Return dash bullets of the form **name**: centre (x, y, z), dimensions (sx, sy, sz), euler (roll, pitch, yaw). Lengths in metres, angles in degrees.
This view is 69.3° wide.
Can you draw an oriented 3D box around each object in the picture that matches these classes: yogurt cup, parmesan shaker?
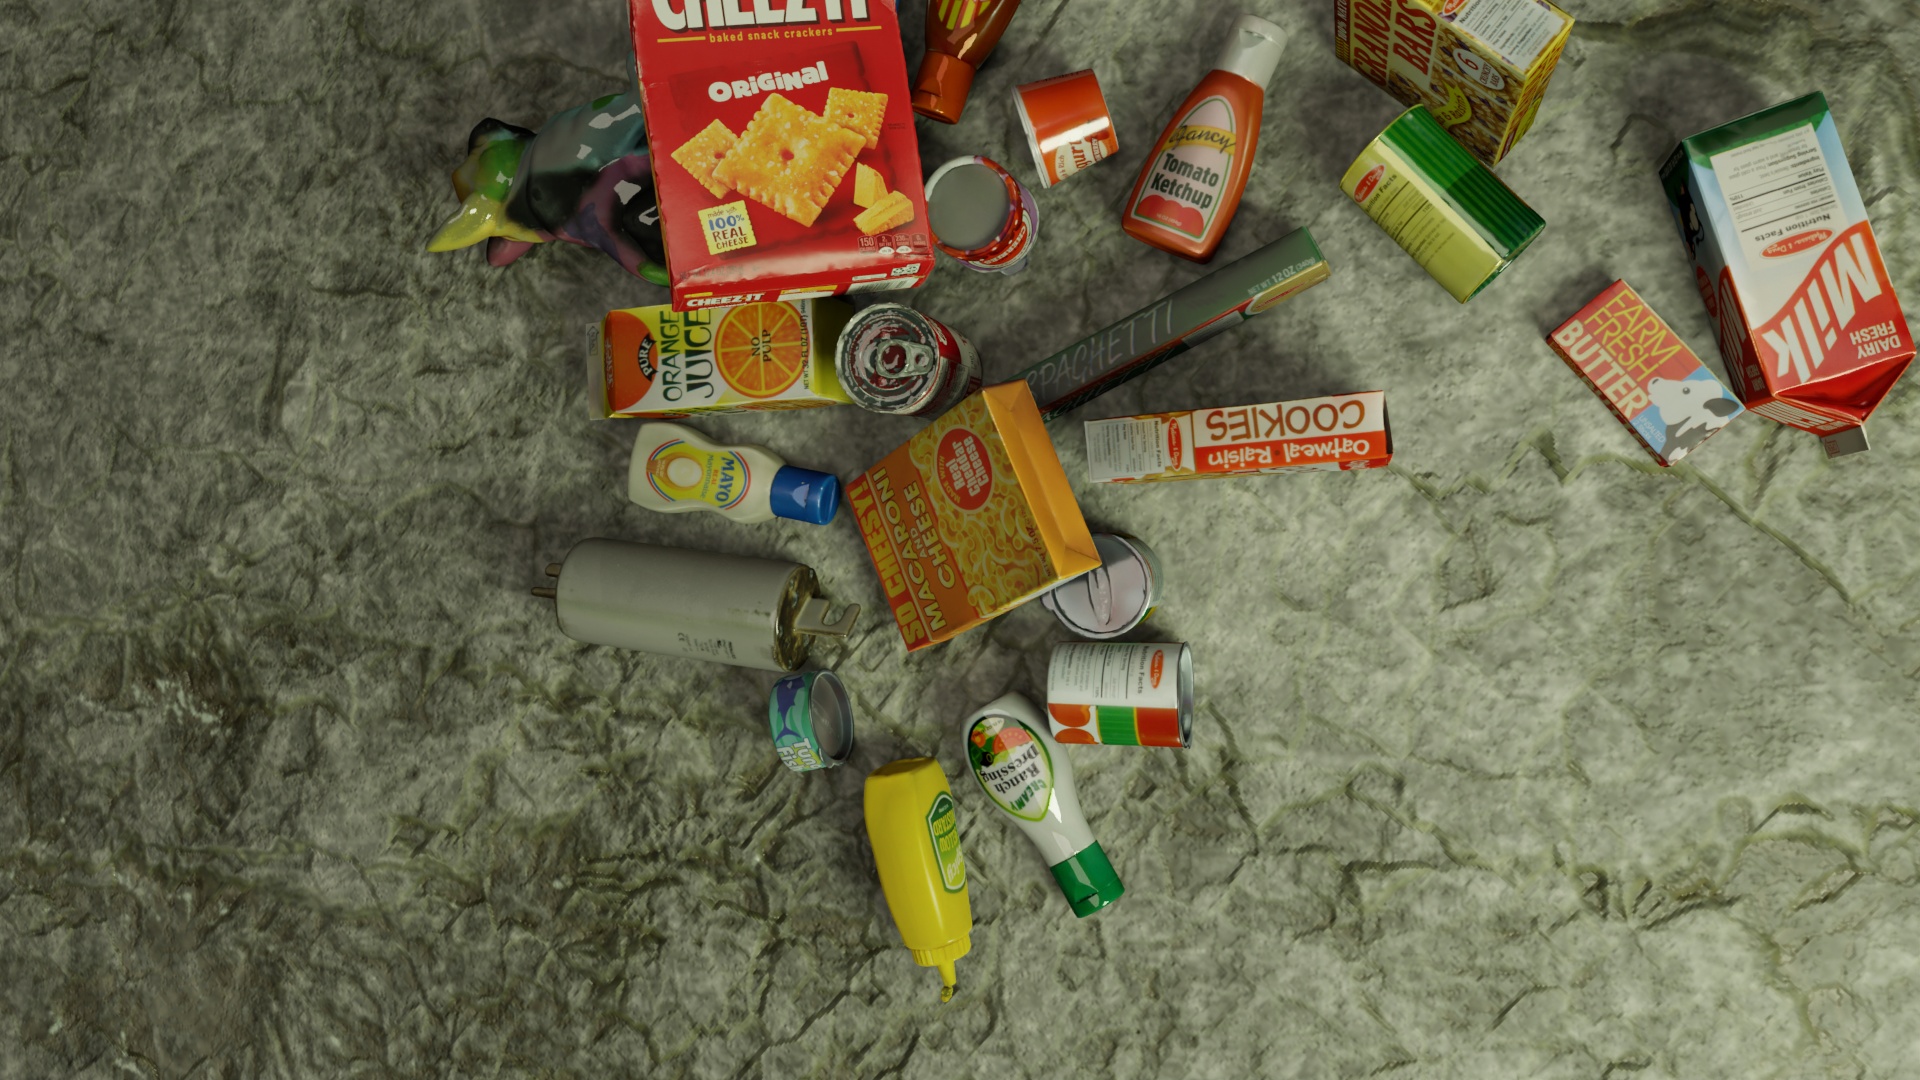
- **yogurt cup**: centre (0.068, -0.267, 0.891), dimensions (0.054, 0.072, 0.072), euler (-19, 85, 8)
- **parmesan shaker**: centre (0.285, -0.198, 0.825), dimensions (0.071, 0.071, 0.103), euler (-44, 79, 12)

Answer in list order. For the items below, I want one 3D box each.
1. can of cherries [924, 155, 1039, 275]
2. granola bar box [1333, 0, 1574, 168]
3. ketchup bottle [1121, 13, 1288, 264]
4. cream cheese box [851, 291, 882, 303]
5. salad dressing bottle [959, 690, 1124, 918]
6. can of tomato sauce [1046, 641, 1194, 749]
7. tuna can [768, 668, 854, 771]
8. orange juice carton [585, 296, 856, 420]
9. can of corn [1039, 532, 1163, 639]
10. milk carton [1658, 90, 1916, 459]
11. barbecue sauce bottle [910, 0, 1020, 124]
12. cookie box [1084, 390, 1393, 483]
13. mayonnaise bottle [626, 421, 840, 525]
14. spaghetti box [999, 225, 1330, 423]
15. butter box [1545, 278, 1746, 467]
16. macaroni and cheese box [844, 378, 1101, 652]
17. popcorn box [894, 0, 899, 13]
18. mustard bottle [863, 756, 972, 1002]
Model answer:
- **can of cherries**: centre (0.015, -0.211, 0.908), dimensions (0.071, 0.058, 0.071), euler (0, 90, 17)
- **granola bar box**: centre (0.269, -0.281, 0.776), dimensions (0.124, 0.165, 0.039), euler (41, 99, 13)
- **ketchup bottle**: centre (0.158, -0.253, 0.873), dimensions (0.065, 0.043, 0.148), euler (26, 97, 15)
- **cream cheese box**: centre (-0.079, -0.219, 0.954), dimensions (0.053, 0.024, 0.104), euler (-40, 79, 13)
- **salad dressing bottle**: centre (0.054, 0.171, 0.903), dimensions (0.064, 0.044, 0.148), euler (-33, 81, 18)
- **can of tomato sauce**: centre (0.102, 0.098, 0.878), dimensions (0.083, 0.071, 0.071), euler (-1, 90, 17)
- **tuna can**: centre (-0.100, 0.123, 0.937), dimensions (0.033, 0.071, 0.071), euler (-13, 86, 18)
- **orange juice carton**: centre (-0.174, -0.124, 0.957), dimensions (0.192, 0.073, 0.072), euler (-3, 90, 17)
- **can of corn**: centre (0.091, 0.028, 0.885), dimensions (0.071, 0.058, 0.071), euler (0, 90, 17)
- **milk carton**: centre (0.459, -0.138, 0.767), dimensions (0.073, 0.072, 0.190), euler (-18, 84, 16)
- **barbecue sauce bottle**: centre (0.006, -0.353, 0.919), dimensions (0.065, 0.044, 0.148), euler (21, 96, 15)
- **cookie box**: centre (0.169, -0.057, 0.827), dimensions (0.167, 0.123, 0.040), euler (-4, 90, 17)
- **mayonnaise bottle**: centre (-0.158, -0.042, 0.969), dimensions (0.148, 0.041, 0.064), euler (11, 92, 17)
- **spaghetti box**: centre (0.113, -0.124, 0.883), dimensions (0.250, 0.050, 0.029), euler (-26, 81, 15)
- **butter box**: centre (0.398, -0.098, 0.810), dimensions (0.053, 0.024, 0.103), euler (-41, 79, 12)
- **macaroni and cheese box**: centre (0.003, -0.011, 0.877), dimensions (0.166, 0.040, 0.124), euler (-31, 78, 50)
- **popcorn box**: centre (-0.085, -0.386, 0.949), dimensions (0.085, 0.038, 0.126), euler (9, 93, 17)
- **mustard bottle**: centre (-0.022, 0.226, 0.918), dimensions (0.049, 0.065, 0.160), euler (-12, 92, 22)
